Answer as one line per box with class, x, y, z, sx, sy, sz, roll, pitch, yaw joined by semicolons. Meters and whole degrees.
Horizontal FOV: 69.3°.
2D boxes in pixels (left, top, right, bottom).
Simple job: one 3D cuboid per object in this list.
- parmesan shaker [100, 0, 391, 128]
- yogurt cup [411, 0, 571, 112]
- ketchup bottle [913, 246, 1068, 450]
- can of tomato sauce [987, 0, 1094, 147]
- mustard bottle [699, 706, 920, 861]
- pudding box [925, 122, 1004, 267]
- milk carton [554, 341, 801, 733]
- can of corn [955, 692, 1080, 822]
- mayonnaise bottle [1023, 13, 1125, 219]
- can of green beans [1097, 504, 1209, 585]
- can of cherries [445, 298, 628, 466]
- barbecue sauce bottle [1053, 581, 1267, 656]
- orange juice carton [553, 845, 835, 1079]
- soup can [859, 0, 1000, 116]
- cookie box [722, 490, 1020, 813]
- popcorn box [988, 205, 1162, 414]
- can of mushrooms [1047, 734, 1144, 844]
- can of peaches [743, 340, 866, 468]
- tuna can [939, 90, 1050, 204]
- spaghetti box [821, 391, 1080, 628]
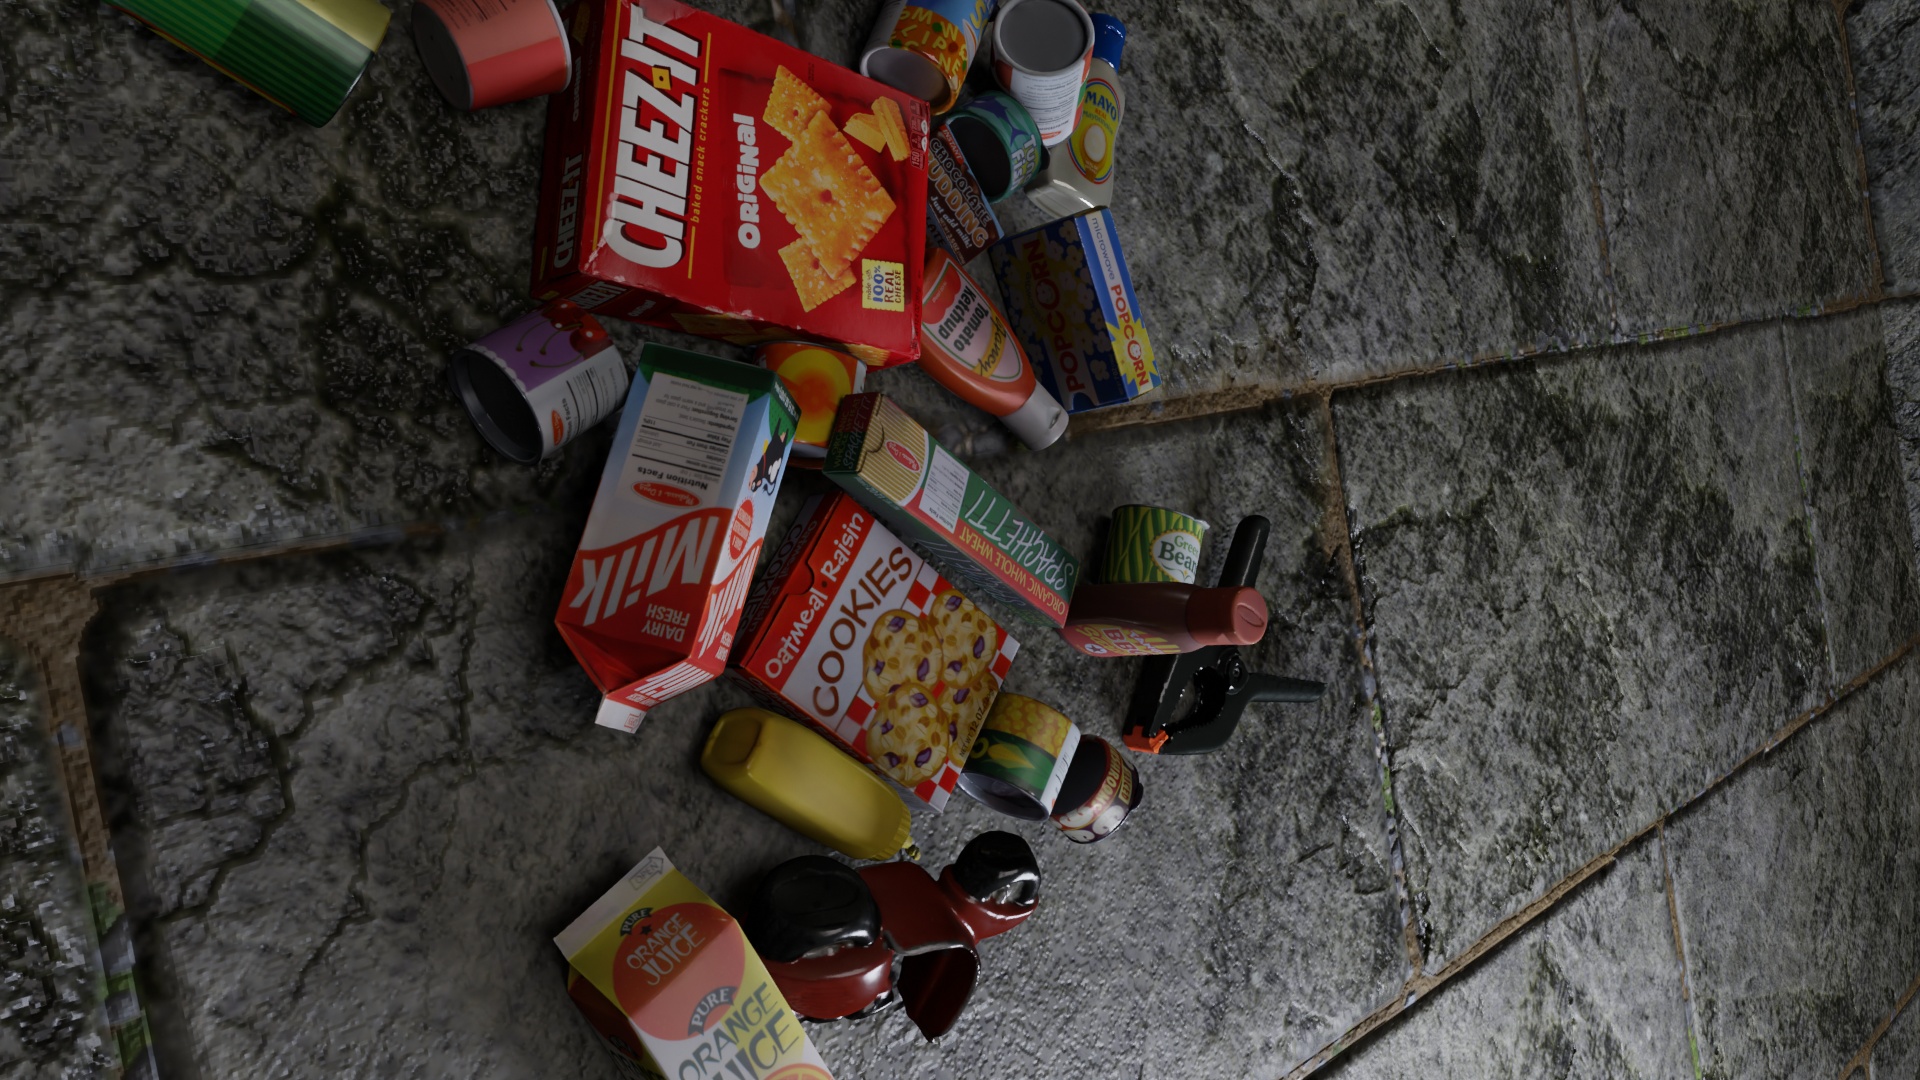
parmesan shaker;-0.318;-0.238;0.615;0.103;0.071;0.071;31;67;-35
yogurt cup;-0.235;-0.248;0.692;0.054;0.072;0.072;-33;107;-29
ketchup bottle;0.012;-0.118;0.901;0.148;0.043;0.065;44;64;-29
can of tomato sauce;0.051;-0.310;0.913;0.071;0.083;0.071;0;74;-1
mustard bottle;-0.074;0.147;0.792;0.160;0.065;0.049;40;62;-39
pudding box;-0.012;-0.220;0.899;0.050;0.030;0.083;-43;113;-36
milk carton;-0.147;0.004;0.711;0.073;0.072;0.191;14;79;7
can of corn;0.034;0.136;0.881;0.071;0.071;0.058;42;61;-30
mayonnaise bottle;0.087;-0.301;0.984;0.065;0.041;0.148;23;72;-35
can of green beans;0.134;0.013;0.976;0.071;0.071;0.058;25;70;-36
can of cherries;-0.211;-0.081;0.694;0.059;0.071;0.071;-42;112;-35
barbecue sauce bottle;0.132;0.051;0.917;0.065;0.148;0.044;33;65;-34
orange juice carton;-0.134;0.256;0.720;0.072;0.073;0.192;-39;110;-35
soup can;-0.018;-0.321;0.880;0.071;0.071;0.084;33;66;-33
cookie box;-0.051;0.068;0.831;0.167;0.040;0.123;42;61;-29
popcorn box;0.076;-0.151;0.931;0.038;0.085;0.126;-26;102;-40
can of mushrooms;0.084;0.163;0.916;0.033;0.071;0.071;43;61;-28
can of peaches;-0.092;-0.077;0.795;0.071;0.071;0.058;15;77;-39
tuna can;0.021;-0.254;0.905;0.033;0.071;0.071;-42;112;-33
spaghetti box;0.003;-0.011;0.848;0.249;0.028;0.050;38;62;-50
